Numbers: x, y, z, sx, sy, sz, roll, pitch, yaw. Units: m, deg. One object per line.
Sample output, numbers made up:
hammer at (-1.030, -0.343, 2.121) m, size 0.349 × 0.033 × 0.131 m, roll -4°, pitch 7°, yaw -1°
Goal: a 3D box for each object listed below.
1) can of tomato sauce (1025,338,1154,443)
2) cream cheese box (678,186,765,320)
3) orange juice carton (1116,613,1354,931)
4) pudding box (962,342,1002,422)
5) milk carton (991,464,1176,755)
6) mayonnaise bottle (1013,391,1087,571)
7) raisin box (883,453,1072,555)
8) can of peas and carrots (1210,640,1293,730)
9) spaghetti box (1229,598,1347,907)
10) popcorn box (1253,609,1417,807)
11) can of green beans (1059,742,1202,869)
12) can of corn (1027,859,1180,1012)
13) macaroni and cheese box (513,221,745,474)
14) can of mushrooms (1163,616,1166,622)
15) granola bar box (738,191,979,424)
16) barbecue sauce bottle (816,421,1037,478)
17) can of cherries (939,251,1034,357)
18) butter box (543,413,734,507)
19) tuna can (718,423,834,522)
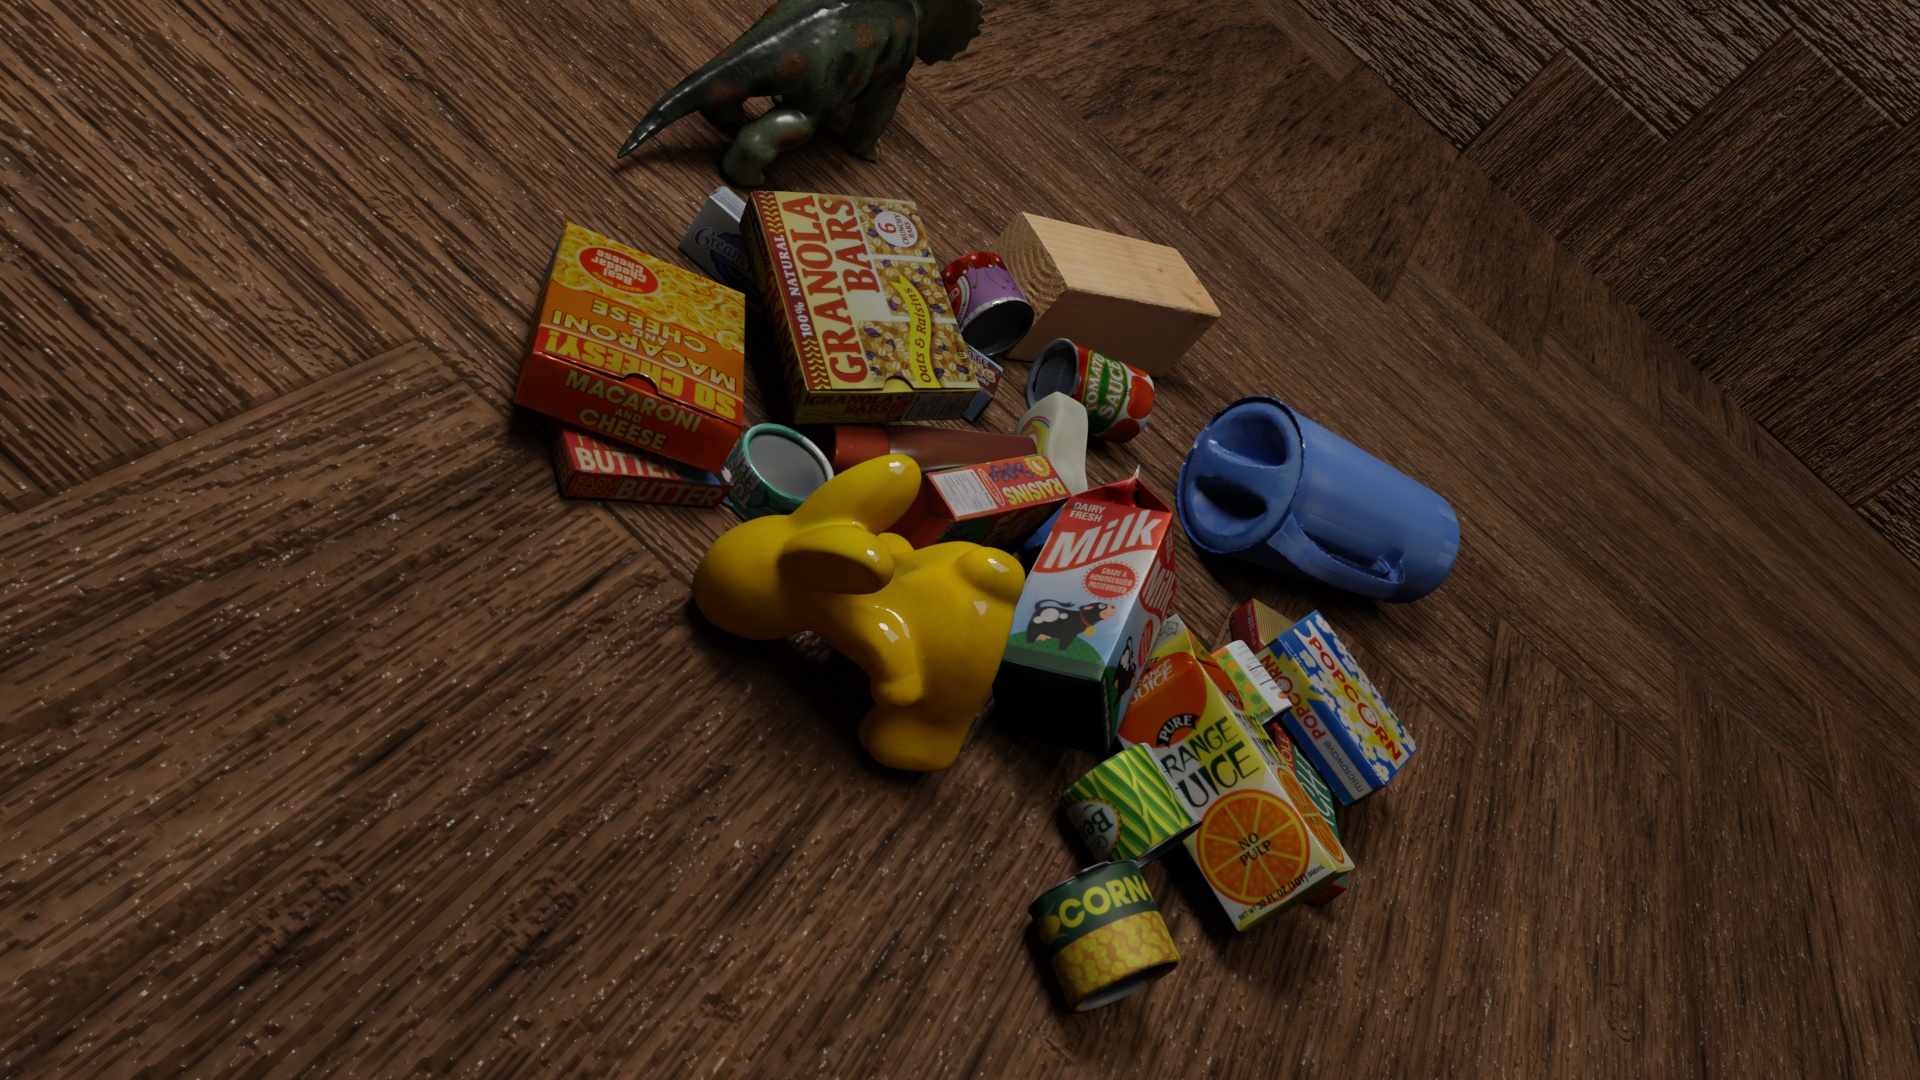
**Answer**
can of tomato sauce at (0.107, -0.120, 1.128) m, size 0.083 × 0.071 × 0.071 m, roll 16°, pitch 43°, yaw -33°
cream cheese box at (-0.145, -0.197, 0.983) m, size 0.104 × 0.053 × 0.024 m, roll 40°, pitch 37°, yaw -3°
orange juice carton at (0.161, 0.144, 0.885) m, size 0.193 × 0.071 × 0.073 m, roll 59°, pitch 15°, yaw 22°
pudding box at (-0.011, -0.134, 1.064) m, size 0.083 × 0.030 × 0.050 m, roll 34°, pitch 35°, yaw -12°
milk carton at (0.088, 0.037, 0.887) m, size 0.073 × 0.072 × 0.191 m, roll 11°, pitch 45°, yaw 21°
mayonnaise bottle at (0.065, -0.040, 1.014) m, size 0.041 × 0.064 × 0.149 m, roll 28°, pitch 41°, yaw -23°
raisin box at (0.003, -0.011, 0.901) m, size 0.124 × 0.085 × 0.040 m, roll -12°, pitch 63°, yaw -49°
can of peas and carrots at (0.185, 0.113, 0.965) m, size 0.071 × 0.070 × 0.059 m, roll -13°, pitch 62°, yaw -50°
spaghetti box at (0.234, 0.146, 1.006) m, size 0.050 × 0.028 × 0.251 m, roll 28°, pitch 37°, yaw -21°
popcorn box at (0.269, 0.120, 1.006) m, size 0.127 × 0.038 × 0.085 m, roll 55°, pitch 34°, yaw 11°
can of green beans at (0.101, 0.163, 0.830) m, size 0.071 × 0.071 × 0.058 m, roll -10°, pitch 60°, yaw -48°
can of corn at (0.078, 0.213, 0.751) m, size 0.071 × 0.071 × 0.058 m, roll 3°, pitch 51°, yaw -42°
macaroni and cheese box at (-0.194, -0.120, 0.839) m, size 0.124 × 0.040 × 0.167 m, roll 20°, pitch 31°, yaw -22°
can of mushrooms at (0.109, 0.051, 0.982) m, size 0.071 × 0.033 × 0.071 m, roll 26°, pitch 38°, yaw -23°
granola bar box at (-0.070, -0.158, 0.935) m, size 0.124 × 0.039 × 0.166 m, roll -4°, pitch 62°, yaw -29°
barbecue sauce bottle at (-0.024, -0.054, 0.946) m, size 0.149 × 0.064 × 0.044 m, roll 5°, pitch 67°, yaw -29°
can of cherries at (0.015, -0.190, 1.118) m, size 0.071 × 0.071 × 0.058 m, roll 1°, pitch 52°, yaw -43°
butter box at (-0.188, -0.049, 0.813) m, size 0.104 × 0.024 × 0.053 m, roll 3°, pitch 50°, yaw -42°
tuna can at (-0.116, -0.039, 0.863) m, size 0.071 × 0.032 × 0.071 m, roll 26°, pitch 38°, yaw -22°
